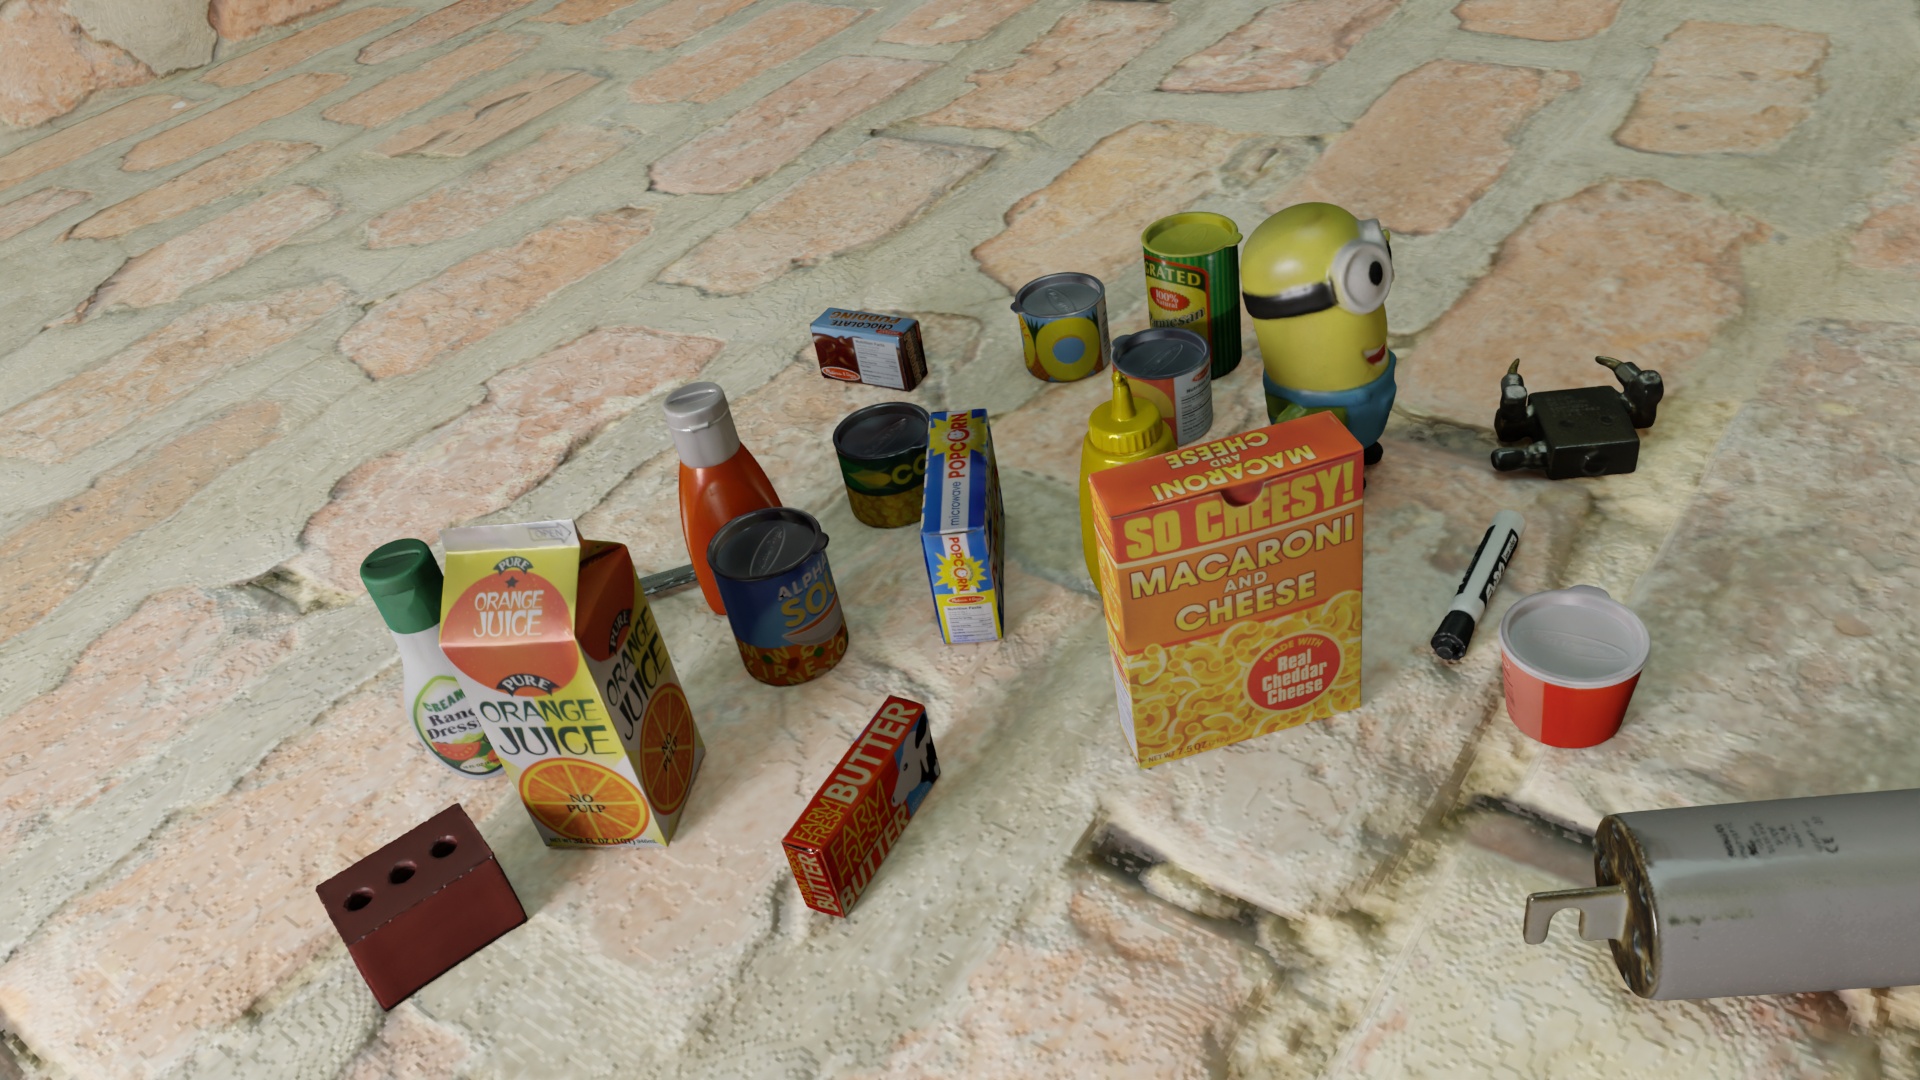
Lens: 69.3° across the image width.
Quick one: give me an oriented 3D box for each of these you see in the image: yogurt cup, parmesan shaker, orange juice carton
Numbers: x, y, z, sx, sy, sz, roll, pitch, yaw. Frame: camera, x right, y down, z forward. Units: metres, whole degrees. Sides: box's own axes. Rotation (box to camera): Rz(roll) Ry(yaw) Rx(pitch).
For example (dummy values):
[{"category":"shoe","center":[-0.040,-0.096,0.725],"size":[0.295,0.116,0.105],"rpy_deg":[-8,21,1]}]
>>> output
[{"category":"yogurt cup","center":[0.301,0.065,0.686],"size":[0.072,0.053,0.073],"rpy_deg":[-7,37,6]},{"category":"parmesan shaker","center":[0.168,-0.172,0.987],"size":[0.071,0.102,0.072],"rpy_deg":[-7,37,6]},{"category":"orange juice carton","center":[-0.196,0.067,0.700],"size":[0.072,0.191,0.073],"rpy_deg":[-2,38,12]}]

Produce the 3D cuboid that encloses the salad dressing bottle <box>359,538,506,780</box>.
[{"category":"salad dressing bottle","center":[-0.281,0.066,0.760],"size":[0.064,0.147,0.044],"rpy_deg":[-14,37,-3]}]

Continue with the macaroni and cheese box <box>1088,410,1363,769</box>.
[{"category":"macaroni and cheese box","center":[0.135,0.029,0.685],"size":[0.124,0.165,0.040],"rpy_deg":[-15,37,-5]}]

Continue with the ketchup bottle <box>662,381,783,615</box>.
[{"category":"ketchup bottle","center":[-0.141,-0.024,0.839],"size":[0.065,0.148,0.044],"rpy_deg":[-16,37,-6]}]

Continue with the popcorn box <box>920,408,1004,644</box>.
[{"category":"popcorn box","center":[0.003,-0.010,0.836],"size":[0.038,0.084,0.127],"rpy_deg":[-6,37,7]}]

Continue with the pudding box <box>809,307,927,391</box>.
[{"category":"pudding box","center":[-0.070,-0.146,1.060],"size":[0.084,0.049,0.030],"rpy_deg":[12,43,28]}]

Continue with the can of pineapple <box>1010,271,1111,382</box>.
[{"category":"can of pineapple","center":[0.075,-0.158,1.031],"size":[0.071,0.057,0.071],"rpy_deg":[-7,37,6]}]

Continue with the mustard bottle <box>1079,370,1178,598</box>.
[{"category":"mustard bottle","center":[0.097,-0.030,0.775],"size":[0.065,0.159,0.049],"rpy_deg":[-18,38,-8]}]

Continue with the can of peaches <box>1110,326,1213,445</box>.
[{"category":"can of peaches","center":[0.136,-0.105,0.946],"size":[0.071,0.057,0.071],"rpy_deg":[-7,37,6]}]

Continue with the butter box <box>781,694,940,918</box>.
[{"category":"butter box","center":[-0.047,0.131,0.692],"size":[0.024,0.052,0.104],"rpy_deg":[11,43,28]}]

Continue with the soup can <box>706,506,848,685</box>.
[{"category":"soup can","center":[-0.102,0.033,0.809],"size":[0.071,0.083,0.072],"rpy_deg":[-7,37,6]}]

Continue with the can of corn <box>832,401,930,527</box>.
[{"category":"can of corn","center":[-0.044,-0.050,0.922],"size":[0.071,0.058,0.071],"rpy_deg":[-7,37,6]}]
